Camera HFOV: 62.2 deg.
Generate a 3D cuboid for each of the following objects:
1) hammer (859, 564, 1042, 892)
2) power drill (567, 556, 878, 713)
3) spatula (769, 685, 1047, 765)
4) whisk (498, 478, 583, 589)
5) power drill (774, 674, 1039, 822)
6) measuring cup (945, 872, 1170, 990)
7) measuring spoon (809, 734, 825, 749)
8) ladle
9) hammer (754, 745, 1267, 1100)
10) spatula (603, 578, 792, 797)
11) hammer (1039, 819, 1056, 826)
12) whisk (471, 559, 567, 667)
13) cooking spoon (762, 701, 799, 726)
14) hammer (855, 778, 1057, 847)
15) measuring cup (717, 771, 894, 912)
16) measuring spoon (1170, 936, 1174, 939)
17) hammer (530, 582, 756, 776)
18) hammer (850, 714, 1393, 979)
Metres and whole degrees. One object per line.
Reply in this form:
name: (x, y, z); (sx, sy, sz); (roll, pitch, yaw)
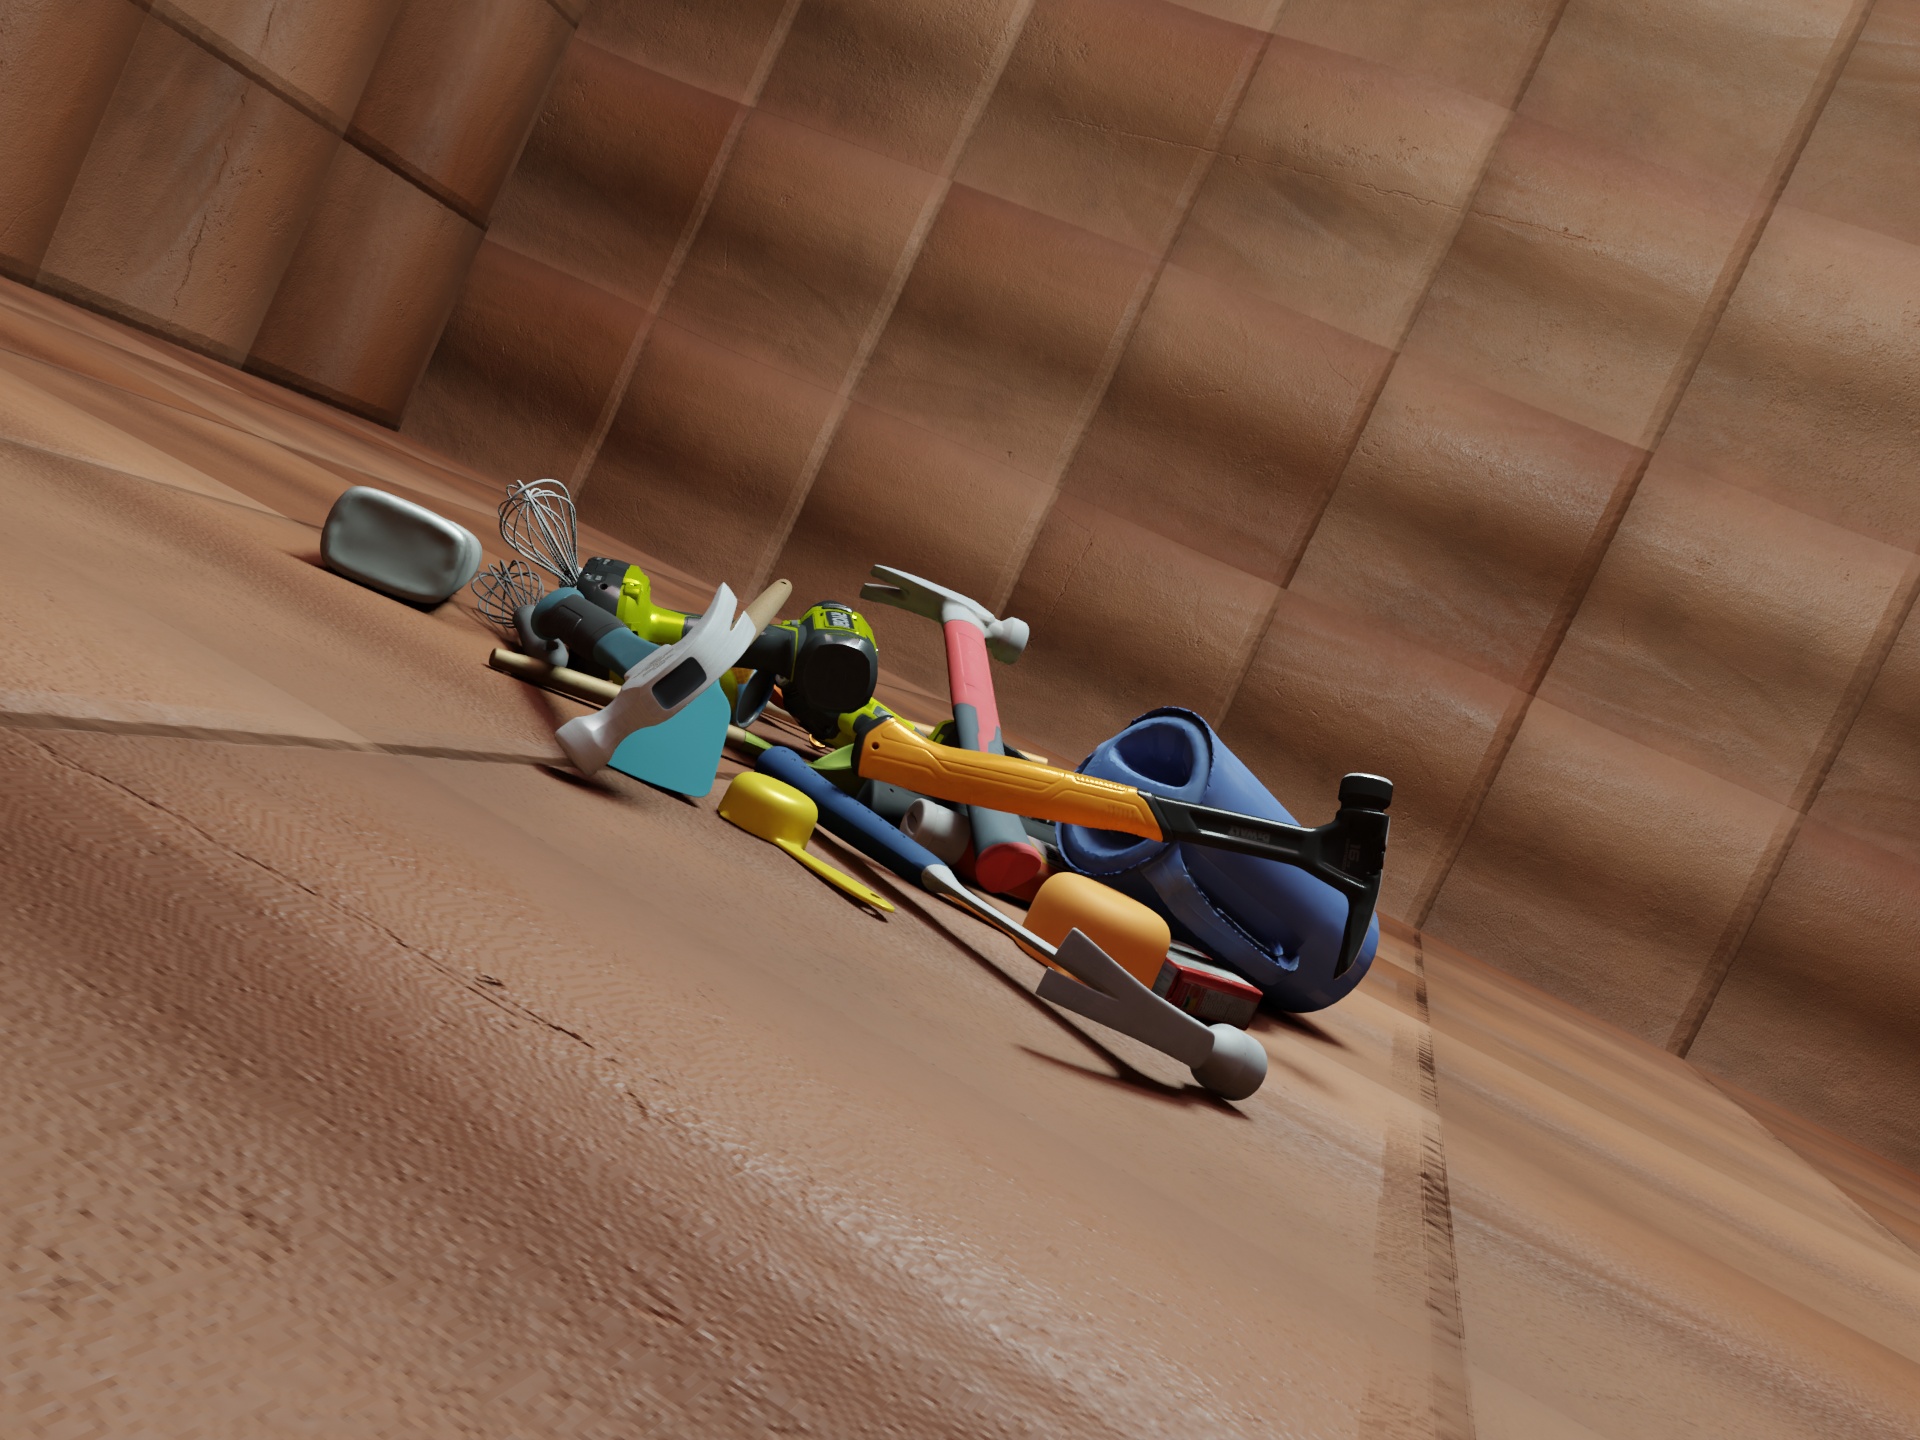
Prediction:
hammer: (-0.002, -0.004, 1.165); (0.143, 0.038, 0.387); (22, 25, -15)
power drill: (-0.178, -0.068, 1.231); (0.228, 0.080, 0.191); (8, 15, -9)
spatula: (-0.075, -0.007, 1.465); (0.322, 0.041, 0.081); (15, -17, 0)
whisk: (-0.308, -0.116, 1.260); (0.058, 0.059, 0.246); (45, -14, 20)
power drill: (-0.046, 0.024, 1.314); (0.223, 0.080, 0.171); (25, -8, 44)
measuring cup: (0.047, 0.109, 0.969); (0.174, 0.052, 0.095); (28, 4, 16)
measuring spoon: (-0.086, 0.025, 1.455); (0.116, 0.011, 0.021); (7, 42, -29)
ladle: (-0.176, -0.006, 1.132); (0.320, 0.062, 0.078); (20, -8, -29)
hammer: (-0.010, 0.090, 0.896); (0.143, 0.035, 0.406); (35, -5, -39)
spatula: (-0.156, -0.039, 1.046); (0.082, 0.044, 0.318); (21, 21, 0)
hammer: (0.093, 0.103, 1.543); (0.408, 0.036, 0.149); (25, 4, -16)
whisk: (-0.333, -0.078, 1.211); (0.055, 0.055, 0.239); (23, 8, -30)
cooking spoon: (-0.168, -0.008, 1.516); (0.318, 0.017, 0.069); (24, 23, -17)
hammer: (0.059, 0.094, 1.207); (0.334, 0.035, 0.146); (15, 34, -37)
measuring cup: (-0.080, 0.066, 0.895); (0.062, 0.029, 0.157); (22, 3, -44)
measuring spoon: (0.138, 0.149, 1.160); (0.124, 0.018, 0.034); (33, 43, 2)
hammer: (-0.217, -0.047, 0.976); (0.033, 0.128, 0.331); (58, -15, -23)
hammer: (0.095, 0.062, 0.990); (0.337, 0.127, 0.034); (13, -18, 4)
